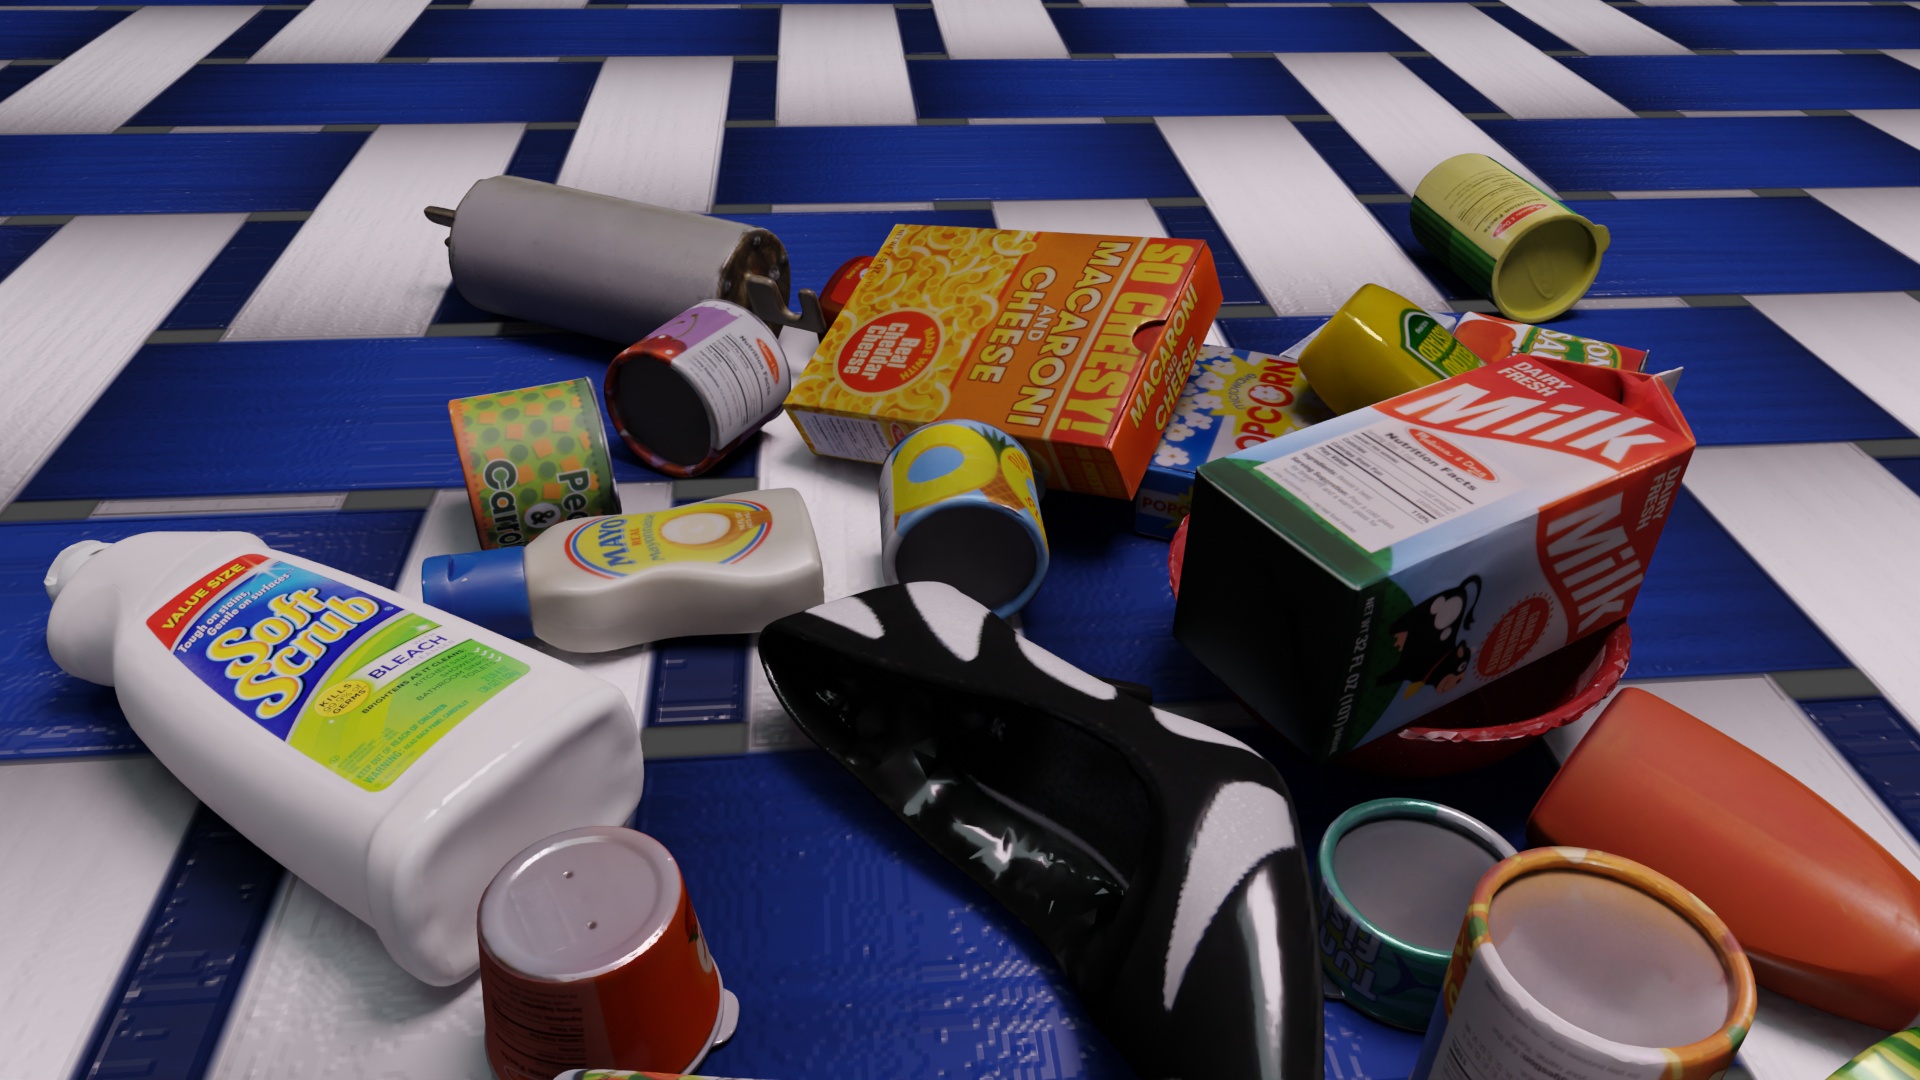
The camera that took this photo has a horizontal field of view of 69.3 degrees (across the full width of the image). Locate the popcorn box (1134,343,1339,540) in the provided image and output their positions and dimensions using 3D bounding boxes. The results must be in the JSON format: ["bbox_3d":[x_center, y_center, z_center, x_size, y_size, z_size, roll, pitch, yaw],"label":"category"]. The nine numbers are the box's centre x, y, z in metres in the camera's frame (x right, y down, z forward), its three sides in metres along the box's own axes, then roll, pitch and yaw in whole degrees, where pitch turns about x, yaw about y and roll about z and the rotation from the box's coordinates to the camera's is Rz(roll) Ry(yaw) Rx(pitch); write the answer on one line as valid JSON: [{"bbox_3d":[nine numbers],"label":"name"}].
[{"bbox_3d":[0.137,-0.042,0.640,0.085,0.038,0.127,14,37,15],"label":"popcorn box"}]

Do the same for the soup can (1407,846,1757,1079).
[{"bbox_3d":[0.157,0.130,0.358,0.071,0.083,0.072,1,35,-1],"label":"soup can"}]

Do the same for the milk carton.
[{"bbox_3d":[0.171,-0.005,0.463,0.191,0.072,0.073,-20,41,-25],"label":"milk carton"}]

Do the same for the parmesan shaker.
[{"bbox_3d":[0.320,-0.181,0.817,0.071,0.071,0.103,-6,35,-10],"label":"parmesan shaker"}]

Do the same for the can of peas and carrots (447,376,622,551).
[{"bbox_3d":[-0.180,-0.031,0.588,0.059,0.070,0.071,-13,38,-18],"label":"can of peas and carrots"}]

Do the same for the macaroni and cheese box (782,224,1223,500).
[{"bbox_3d":[0.019,-0.087,0.634,0.166,0.040,0.124,10,58,30],"label":"macaroni and cheese box"}]

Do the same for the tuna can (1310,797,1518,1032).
[{"bbox_3d":[0.138,0.113,0.424,0.071,0.032,0.071,1,35,-1],"label":"tuna can"}]

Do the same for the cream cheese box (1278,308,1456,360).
[{"bbox_3d":[0.215,-0.098,0.734,0.053,0.024,0.104,27,42,30],"label":"cream cheese box"}]

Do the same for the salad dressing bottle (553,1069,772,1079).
[{"bbox_3d":[-0.027,0.154,0.336,0.148,0.064,0.044,2,78,2],"label":"salad dressing bottle"}]

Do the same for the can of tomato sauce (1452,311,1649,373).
[{"bbox_3d":[0.271,-0.068,0.654,0.083,0.070,0.071,19,39,24],"label":"can of tomato sauce"}]

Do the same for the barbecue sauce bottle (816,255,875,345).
[{"bbox_3d":[0.002,-0.110,0.726,0.148,0.043,0.065,16,43,19],"label":"barbecue sauce bottle"}]

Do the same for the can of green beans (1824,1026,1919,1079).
[{"bbox_3d":[0.236,0.161,0.333,0.071,0.071,0.058,-13,37,-20],"label":"can of green beans"}]

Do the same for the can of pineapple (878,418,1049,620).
[{"bbox_3d":[0.002,-0.007,0.560,0.071,0.070,0.058,-1,36,-4],"label":"can of pineapple"}]

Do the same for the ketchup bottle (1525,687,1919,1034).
[{"bbox_3d":[0.253,0.109,0.418,0.149,0.043,0.065,35,81,30],"label":"ketchup bottle"}]

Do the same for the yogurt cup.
[{"bbox_3d":[-0.103,0.118,0.390,0.072,0.053,0.073,0,35,0],"label":"yogurt cup"}]

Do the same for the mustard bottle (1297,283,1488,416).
[{"bbox_3d":[0.226,-0.047,0.612,0.160,0.048,0.065,40,41,7],"label":"mustard bottle"}]

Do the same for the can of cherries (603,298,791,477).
[{"bbox_3d":[-0.124,-0.070,0.648,0.071,0.071,0.059,18,39,22],"label":"can of cherries"}]

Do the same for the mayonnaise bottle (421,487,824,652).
[{"bbox_3d":[-0.131,0.015,0.546,0.148,0.041,0.065,-8,38,-14],"label":"mayonnaise bottle"}]
